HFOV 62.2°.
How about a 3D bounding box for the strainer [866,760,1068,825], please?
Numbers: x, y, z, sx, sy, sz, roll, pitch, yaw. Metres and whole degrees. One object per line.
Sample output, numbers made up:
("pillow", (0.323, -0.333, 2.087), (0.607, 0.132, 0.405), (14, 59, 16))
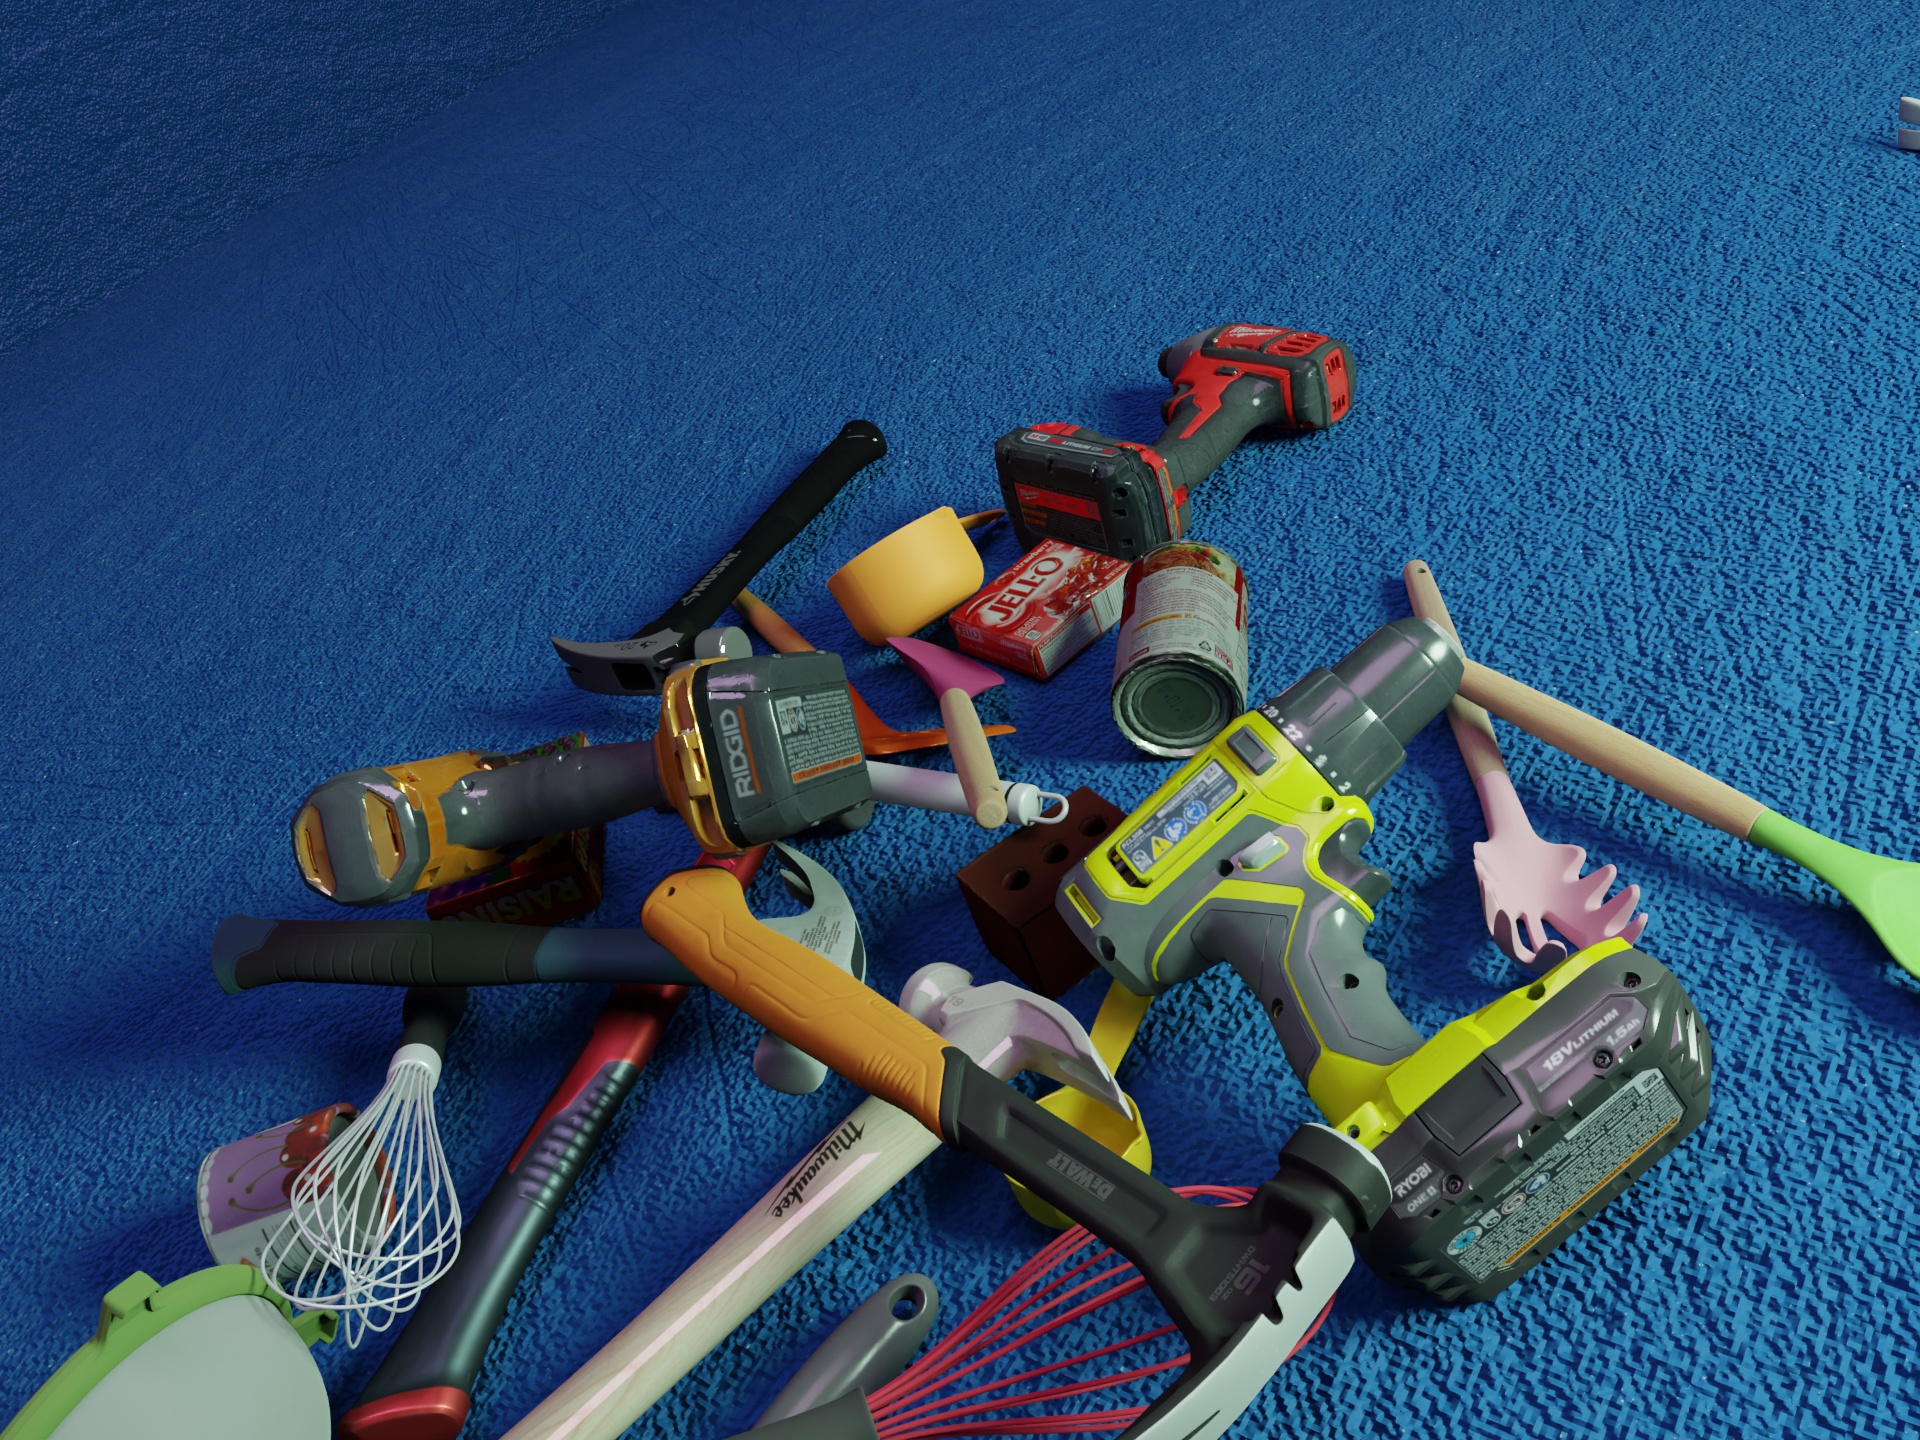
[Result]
("strainer", (-0.058, 0.025, 0.773), (0.258, 0.050, 0.087), (7, 61, 35))

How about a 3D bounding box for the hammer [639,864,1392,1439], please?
("hammer", (-0.022, 0.130, 0.564), (0.127, 0.034, 0.337), (-44, 40, -21))

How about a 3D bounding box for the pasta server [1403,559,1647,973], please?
("pasta server", (0.239, 0.006, 0.729), (0.060, 0.040, 0.316), (2, 36, 2))

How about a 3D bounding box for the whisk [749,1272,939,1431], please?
("whisk", (-0.085, 0.275, 0.528), (0.055, 0.055, 0.239), (16, 44, 40))

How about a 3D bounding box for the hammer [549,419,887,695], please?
("hammer", (-0.136, -0.117, 1.055), (0.146, 0.035, 0.335), (-5, 32, 29))

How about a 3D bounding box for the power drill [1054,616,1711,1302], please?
("power drill", (0.159, 0.074, 0.591), (0.190, 0.080, 0.229), (-42, 42, 5))

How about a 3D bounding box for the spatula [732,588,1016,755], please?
("spatula", (-0.078, -0.034, 0.937), (0.081, 0.041, 0.323), (-9, 27, -26))

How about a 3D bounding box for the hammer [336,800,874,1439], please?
("hammer", (-0.173, 0.153, 0.739), (0.143, 0.038, 0.387), (-2, 39, 27))

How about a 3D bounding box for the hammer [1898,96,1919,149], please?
("hammer", (0.786, -0.500, 1.128), (0.144, 0.035, 0.405), (12, 46, 37))

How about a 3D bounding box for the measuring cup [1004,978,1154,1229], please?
("measuring cup", (0.063, 0.146, 0.649), (0.062, 0.029, 0.156), (-9, 24, 28))

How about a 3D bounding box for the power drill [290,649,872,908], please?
("power drill", (-0.159, 0.028, 0.734), (0.226, 0.084, 0.185), (-13, 1, 14))

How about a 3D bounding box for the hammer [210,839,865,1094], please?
("hammer", (-0.201, 0.108, 0.727), (0.331, 0.033, 0.128), (-2, 36, 16))

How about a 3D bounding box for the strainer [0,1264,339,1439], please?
("strainer", (-0.297, 0.318, 0.538), (0.069, 0.151, 0.256), (23, 70, 15))

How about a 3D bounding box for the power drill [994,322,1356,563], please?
("power drill", (0.132, -0.184, 1.005), (0.220, 0.078, 0.143), (-38, 39, -27))

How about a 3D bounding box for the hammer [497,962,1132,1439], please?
("hammer", (-0.117, 0.238, 0.571), (0.410, 0.038, 0.146), (-39, 19, -19))

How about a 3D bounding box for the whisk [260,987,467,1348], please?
("whisk", (-0.246, 0.170, 0.697), (0.070, 0.070, 0.285), (-23, 19, -4))

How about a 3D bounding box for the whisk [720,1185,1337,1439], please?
("whisk", (-0.010, 0.221, 0.518), (0.296, 0.073, 0.073), (-19, 34, -11))

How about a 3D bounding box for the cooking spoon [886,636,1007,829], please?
("cooking spoon", (-0.001, -0.002, 0.780), (0.068, 0.017, 0.319), (18, 12, -9))

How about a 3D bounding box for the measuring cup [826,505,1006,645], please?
("measuring cup", (-0.007, -0.093, 0.976), (0.095, 0.052, 0.173), (-32, -3, 36))

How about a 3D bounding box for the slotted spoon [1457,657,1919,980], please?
("slotted spoon", (0.303, 0.030, 0.648), (0.070, 0.031, 0.314), (-34, 43, -20))
